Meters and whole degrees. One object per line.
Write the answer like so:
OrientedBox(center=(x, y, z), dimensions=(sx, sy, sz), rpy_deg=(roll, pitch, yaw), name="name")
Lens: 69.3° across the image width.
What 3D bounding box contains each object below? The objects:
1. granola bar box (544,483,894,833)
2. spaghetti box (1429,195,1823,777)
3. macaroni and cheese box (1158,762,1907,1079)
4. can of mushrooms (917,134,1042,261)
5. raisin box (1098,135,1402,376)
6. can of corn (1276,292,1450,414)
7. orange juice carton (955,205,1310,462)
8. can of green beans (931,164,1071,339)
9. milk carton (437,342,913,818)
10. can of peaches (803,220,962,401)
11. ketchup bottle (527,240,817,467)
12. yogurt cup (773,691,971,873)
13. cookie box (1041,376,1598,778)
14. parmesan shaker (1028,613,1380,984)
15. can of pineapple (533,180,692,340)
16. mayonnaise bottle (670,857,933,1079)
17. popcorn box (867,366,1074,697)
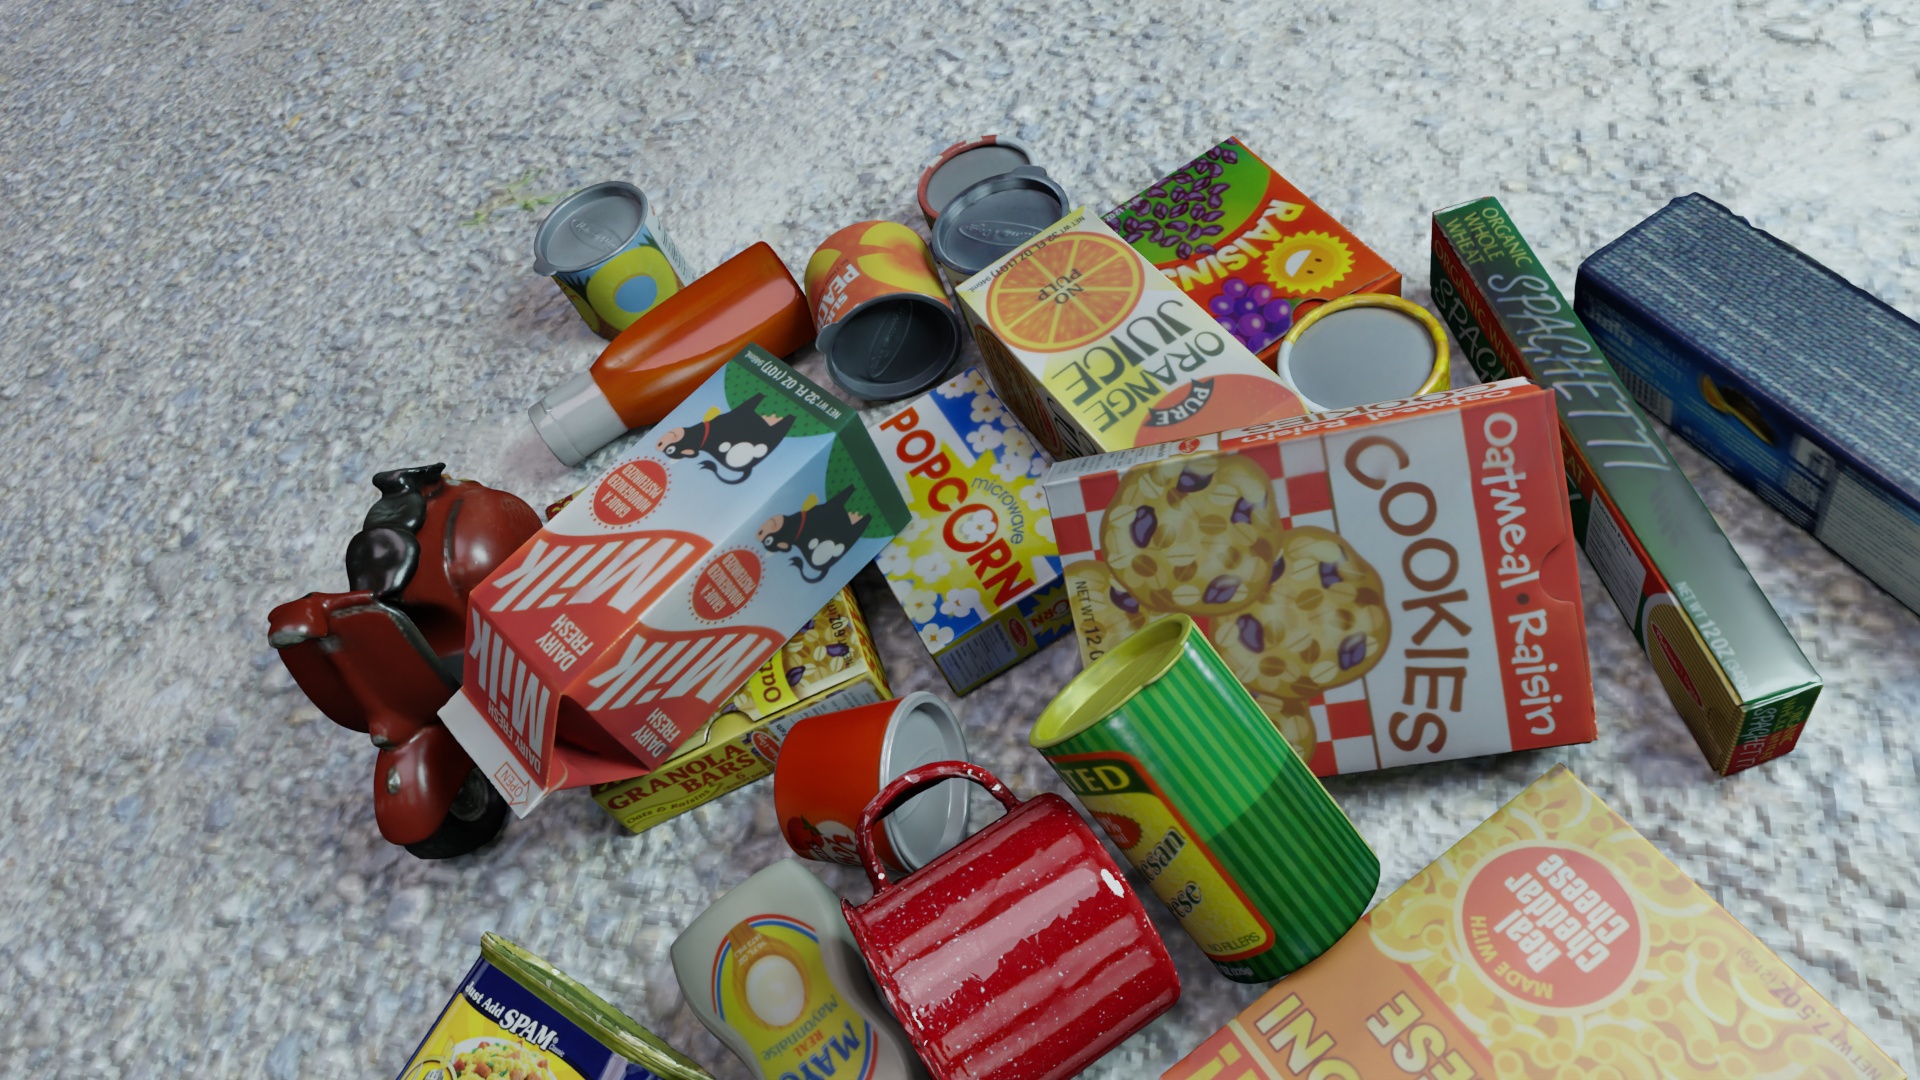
OrientedBox(center=(-0.111, 0.027, 0.612), dimensions=(0.124, 0.039, 0.166), rpy_deg=(-25, 51, 2), name="granola bar box")
OrientedBox(center=(0.237, -0.034, 0.523), dimensions=(0.029, 0.050, 0.251), rpy_deg=(-18, 52, 5), name="spaghetti box")
OrientedBox(center=(0.163, 0.166, 0.415), dimensions=(0.167, 0.040, 0.124), rpy_deg=(-35, 51, -7), name="macaroni and cheese box")
OrientedBox(center=(0.011, -0.174, 0.714), dimensions=(0.071, 0.033, 0.071), rpy_deg=(-9, 54, 13), name="can of mushrooms")
OrientedBox(center=(0.127, -0.121, 0.631), dimensions=(0.086, 0.040, 0.124), rpy_deg=(-31, 52, -4), name="raisin box")
OrientedBox(center=(0.166, -0.058, 0.560), dimensions=(0.071, 0.058, 0.071), rpy_deg=(-10, 54, 14), name="can of corn")
OrientedBox(center=(0.082, -0.050, 0.576), dimensions=(0.072, 0.072, 0.193), rpy_deg=(-34, 52, -5), name="orange juice carton")
OrientedBox(center=(0.026, -0.131, 0.663), dimensions=(0.071, 0.057, 0.071), rpy_deg=(-10, 54, 14), name="can of green beans")
OrientedBox(center=(-0.117, 0.019, 0.547), dimensions=(0.191, 0.073, 0.072), rpy_deg=(-44, 54, -14), name="milk carton")
OrientedBox(center=(-0.040, -0.111, 0.665), dimensions=(0.071, 0.071, 0.058), rpy_deg=(-22, 51, 4), name="can of peaches")
OrientedBox(center=(-0.147, -0.092, 0.706), dimensions=(0.149, 0.043, 0.065), rpy_deg=(-33, 51, -4), name="ketchup bottle")
OrientedBox(center=(-0.034, 0.093, 0.524), dimensions=(0.054, 0.072, 0.073), rpy_deg=(-7, 54, 25), name="yogurt cup")
OrientedBox(center=(0.124, 0.020, 0.484), dimensions=(0.167, 0.122, 0.040), rpy_deg=(-10, 12, 13), name="cookie box")
OrientedBox(center=(0.081, 0.084, 0.451), dimensions=(0.071, 0.071, 0.103), rpy_deg=(-40, 95, -9), name="parmesan shaker")
OrientedBox(center=(-0.189, -0.150, 0.753), dimensions=(0.071, 0.057, 0.071), rpy_deg=(-10, 54, 14), name="can of pineapple")
OrientedBox(center=(-0.043, 0.182, 0.477), dimensions=(0.065, 0.041, 0.148), rpy_deg=(-37, 52, -8), name="mayonnaise bottle")
OrientedBox(center=(0.002, -0.007, 0.596), dimensions=(0.085, 0.038, 0.127), rpy_deg=(-31, 52, -3), name="popcorn box")
